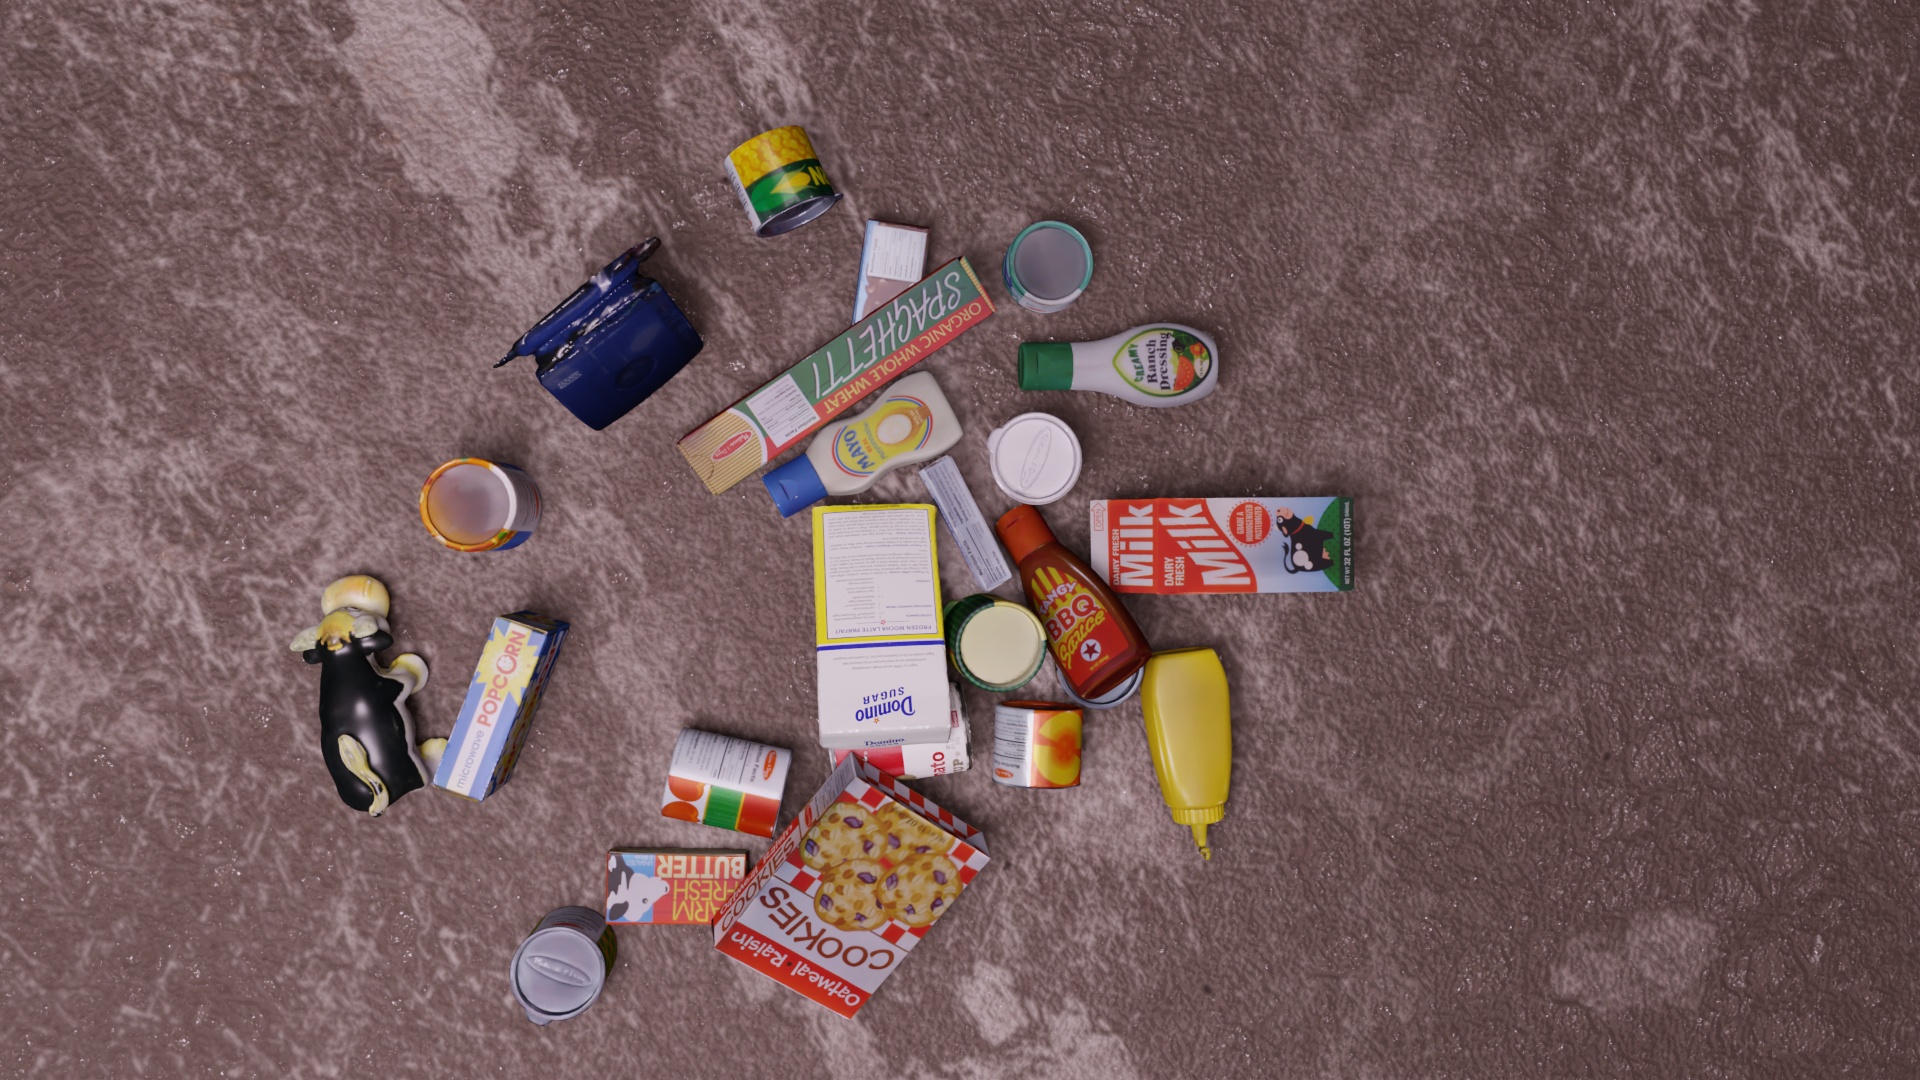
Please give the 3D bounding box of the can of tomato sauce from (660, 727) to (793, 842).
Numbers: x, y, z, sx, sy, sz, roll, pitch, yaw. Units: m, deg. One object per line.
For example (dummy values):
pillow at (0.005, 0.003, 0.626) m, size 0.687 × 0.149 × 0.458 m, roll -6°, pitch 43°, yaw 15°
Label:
can of tomato sauce at (-0.170, 0.178, 1.011) m, size 0.083 × 0.071 × 0.071 m, roll 13°, pitch 88°, yaw -5°

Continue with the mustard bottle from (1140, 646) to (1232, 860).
mustard bottle at (0.174, 0.162, 1.053) m, size 0.065 × 0.049 × 0.160 m, roll -5°, pitch 90°, yaw -6°

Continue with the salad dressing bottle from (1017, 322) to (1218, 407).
salad dressing bottle at (0.118, -0.132, 1.054) m, size 0.148 × 0.044 × 0.064 m, roll -2°, pitch 88°, yaw -6°

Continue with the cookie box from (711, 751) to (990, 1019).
cookie box at (-0.080, 0.250, 0.999) m, size 0.123 × 0.040 × 0.167 m, roll 35°, pitch 101°, yaw -20°

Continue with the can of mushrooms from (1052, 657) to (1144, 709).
can of mushrooms at (0.105, 0.091, 1.055) m, size 0.071 × 0.033 × 0.071 m, roll 0°, pitch 89°, yaw -5°

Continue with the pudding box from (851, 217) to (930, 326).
pudding box at (-0.053, -0.196, 1.045) m, size 0.050 × 0.030 × 0.083 m, roll 7°, pitch 89°, yaw -7°

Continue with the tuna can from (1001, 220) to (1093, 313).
tuna can at (0.066, -0.210, 1.055) m, size 0.071 × 0.033 × 0.071 m, roll 0°, pitch 90°, yaw -6°

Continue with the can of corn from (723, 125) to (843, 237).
can of corn at (-0.130, -0.264, 1.020) m, size 0.071 × 0.071 × 0.058 m, roll -25°, pitch 92°, yaw -5°

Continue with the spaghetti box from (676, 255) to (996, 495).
spaghetti box at (-0.090, -0.121, 1.019) m, size 0.250 × 0.029 × 0.050 m, roll -33°, pitch 104°, yaw 3°

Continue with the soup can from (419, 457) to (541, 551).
soup can at (-0.342, -0.024, 0.987) m, size 0.071 × 0.084 × 0.071 m, roll 0°, pitch 90°, yaw -5°

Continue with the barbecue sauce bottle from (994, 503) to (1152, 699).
barbecue sauce bottle at (0.077, 0.040, 1.022) m, size 0.064 × 0.043 × 0.149 m, roll -40°, pitch 65°, yaw 18°

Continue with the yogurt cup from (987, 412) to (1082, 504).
yogurt cup at (0.053, -0.060, 1.041) m, size 0.072 × 0.054 × 0.072 m, roll 0°, pitch 90°, yaw -6°

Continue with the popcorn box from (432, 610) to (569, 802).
popcorn box at (-0.324, 0.115, 0.986) m, size 0.038 × 0.085 × 0.126 m, roll 21°, pitch 88°, yaw -4°

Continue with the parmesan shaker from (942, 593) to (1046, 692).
parmesan shaker at (0.020, 0.072, 1.012) m, size 0.071 × 0.103 × 0.071 m, roll 0°, pitch 90°, yaw -5°

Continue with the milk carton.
milk carton at (0.192, 0.003, 1.045) m, size 0.191 × 0.073 × 0.072 m, roll -1°, pitch 90°, yaw -5°

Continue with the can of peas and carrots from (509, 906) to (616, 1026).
can of peas and carrots at (-0.285, 0.306, 1.000) m, size 0.071 × 0.058 × 0.071 m, roll 0°, pitch 90°, yaw -5°

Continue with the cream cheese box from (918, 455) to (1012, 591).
cream cheese box at (0.004, -0.013, 1.036) m, size 0.024 × 0.053 × 0.103 m, roll -28°, pitch 92°, yaw -5°

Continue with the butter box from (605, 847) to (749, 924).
butter box at (-0.208, 0.255, 1.026) m, size 0.103 × 0.024 × 0.053 m, roll 2°, pitch 88°, yaw -6°

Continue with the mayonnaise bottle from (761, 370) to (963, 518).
mayonnaise bottle at (-0.075, -0.067, 1.035) m, size 0.148 × 0.041 × 0.064 m, roll -30°, pitch 92°, yaw -6°

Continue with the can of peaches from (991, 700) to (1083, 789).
can of peaches at (0.059, 0.151, 1.035) m, size 0.071 × 0.071 × 0.058 m, roll 2°, pitch 89°, yaw -6°
